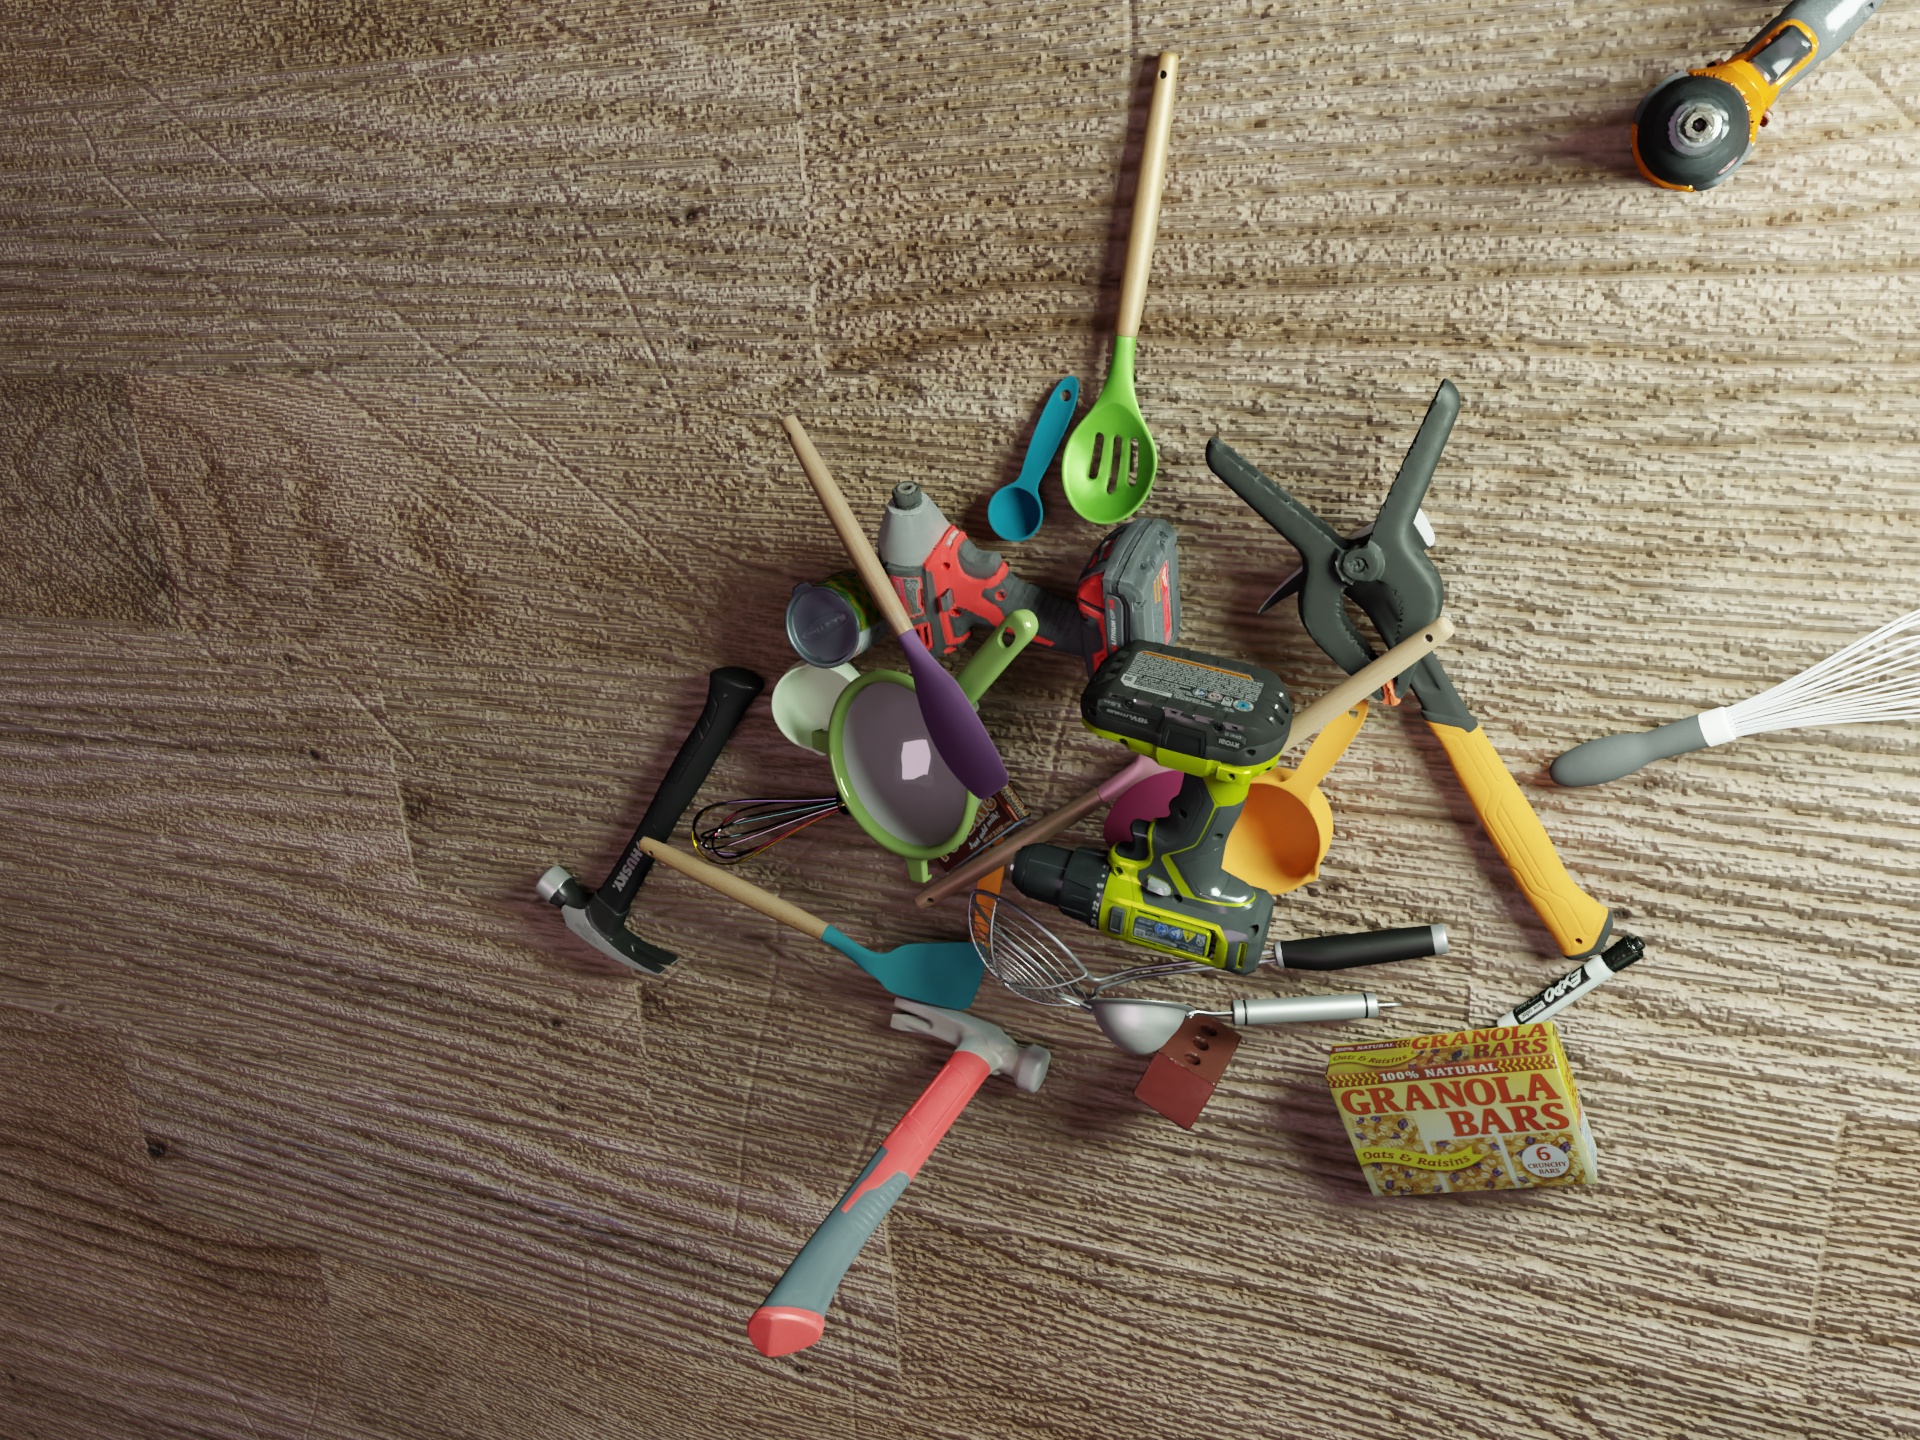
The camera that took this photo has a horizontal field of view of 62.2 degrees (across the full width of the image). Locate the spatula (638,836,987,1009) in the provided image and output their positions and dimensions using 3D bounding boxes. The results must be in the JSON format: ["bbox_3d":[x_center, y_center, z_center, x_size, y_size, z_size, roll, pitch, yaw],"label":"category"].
[{"bbox_3d":[-0.132,0.164,1.354,0.317,0.044,0.082,24,129,13],"label":"spatula"}]

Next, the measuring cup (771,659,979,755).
[{"bbox_3d":[-0.067,-0.017,1.281,0.167,0.038,0.083,0,114,7],"label":"measuring cup"}]

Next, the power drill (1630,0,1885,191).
[{"bbox_3d":[0.454,-0.370,0.832,0.084,0.164,0.226,49,119,2],"label":"power drill"}]

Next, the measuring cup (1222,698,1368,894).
[{"bbox_3d":[0.246,0.045,1.143,0.095,0.052,0.173,37,118,13],"label":"measuring cup"}]

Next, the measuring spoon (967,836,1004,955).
[{"bbox_3d":[0.021,0.144,1.307,0.021,0.011,0.116,17,115,18],"label":"measuring spoon"}]

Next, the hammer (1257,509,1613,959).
[{"bbox_3d":[0.343,0.023,1.101,0.127,0.034,0.337,-30,94,29],"label":"hammer"}]

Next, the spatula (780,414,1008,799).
[{"bbox_3d":[-0.053,-0.084,1.152,0.059,0.018,0.316,-37,80,51],"label":"spatula"}]

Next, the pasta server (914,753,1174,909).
[{"bbox_3d":[0.086,0.074,1.220,0.316,0.040,0.060,-33,108,24],"label":"pasta server"}]

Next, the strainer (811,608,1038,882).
[{"bbox_3d":[-0.002,-0.004,1.195,0.151,0.069,0.256,52,131,14],"label":"strainer"}]

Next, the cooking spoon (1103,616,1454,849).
[{"bbox_3d":[0.212,0.020,1.105,0.319,0.017,0.069,-40,82,37],"label":"cooking spoon"}]

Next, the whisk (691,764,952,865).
[{"bbox_3d":[-0.116,0.076,1.322,0.245,0.051,0.047,-15,64,20],"label":"whisk"}]

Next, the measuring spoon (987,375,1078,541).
[{"bbox_3d":[0.059,-0.192,1.166,0.042,0.021,0.128,28,109,11],"label":"measuring spoon"}]

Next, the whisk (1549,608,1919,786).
[{"bbox_3d":[0.512,-0.006,1.005,0.284,0.070,0.070,-22,99,35],"label":"whisk"}]

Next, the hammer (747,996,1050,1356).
[{"bbox_3d":[-0.064,0.330,1.197,0.143,0.386,0.038,18,116,18],"label":"hammer"}]

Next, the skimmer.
[{"bbox_3d":[0.181,0.160,1.219,0.363,0.090,0.127,-9,142,16],"label":"skimmer"}]

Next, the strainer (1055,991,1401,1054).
[{"bbox_3d":[0.202,0.222,1.196,0.258,0.086,0.050,-4,72,3],"label":"strainer"}]

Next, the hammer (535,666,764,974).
[{"bbox_3d":[-0.256,0.084,1.399,0.146,0.035,0.334,39,120,8],"label":"hammer"}]

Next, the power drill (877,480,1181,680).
[{"bbox_3d":[0.042,-0.100,1.151,0.220,0.079,0.143,11,136,23],"label":"power drill"}]

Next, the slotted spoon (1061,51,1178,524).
[{"bbox_3d":[0.120,-0.290,1.093,0.070,0.031,0.313,14,112,19],"label":"slotted spoon"}]

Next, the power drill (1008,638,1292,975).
[{"bbox_3d":[0.132,0.064,1.110,0.190,0.080,0.228,15,126,16],"label":"power drill"}]
